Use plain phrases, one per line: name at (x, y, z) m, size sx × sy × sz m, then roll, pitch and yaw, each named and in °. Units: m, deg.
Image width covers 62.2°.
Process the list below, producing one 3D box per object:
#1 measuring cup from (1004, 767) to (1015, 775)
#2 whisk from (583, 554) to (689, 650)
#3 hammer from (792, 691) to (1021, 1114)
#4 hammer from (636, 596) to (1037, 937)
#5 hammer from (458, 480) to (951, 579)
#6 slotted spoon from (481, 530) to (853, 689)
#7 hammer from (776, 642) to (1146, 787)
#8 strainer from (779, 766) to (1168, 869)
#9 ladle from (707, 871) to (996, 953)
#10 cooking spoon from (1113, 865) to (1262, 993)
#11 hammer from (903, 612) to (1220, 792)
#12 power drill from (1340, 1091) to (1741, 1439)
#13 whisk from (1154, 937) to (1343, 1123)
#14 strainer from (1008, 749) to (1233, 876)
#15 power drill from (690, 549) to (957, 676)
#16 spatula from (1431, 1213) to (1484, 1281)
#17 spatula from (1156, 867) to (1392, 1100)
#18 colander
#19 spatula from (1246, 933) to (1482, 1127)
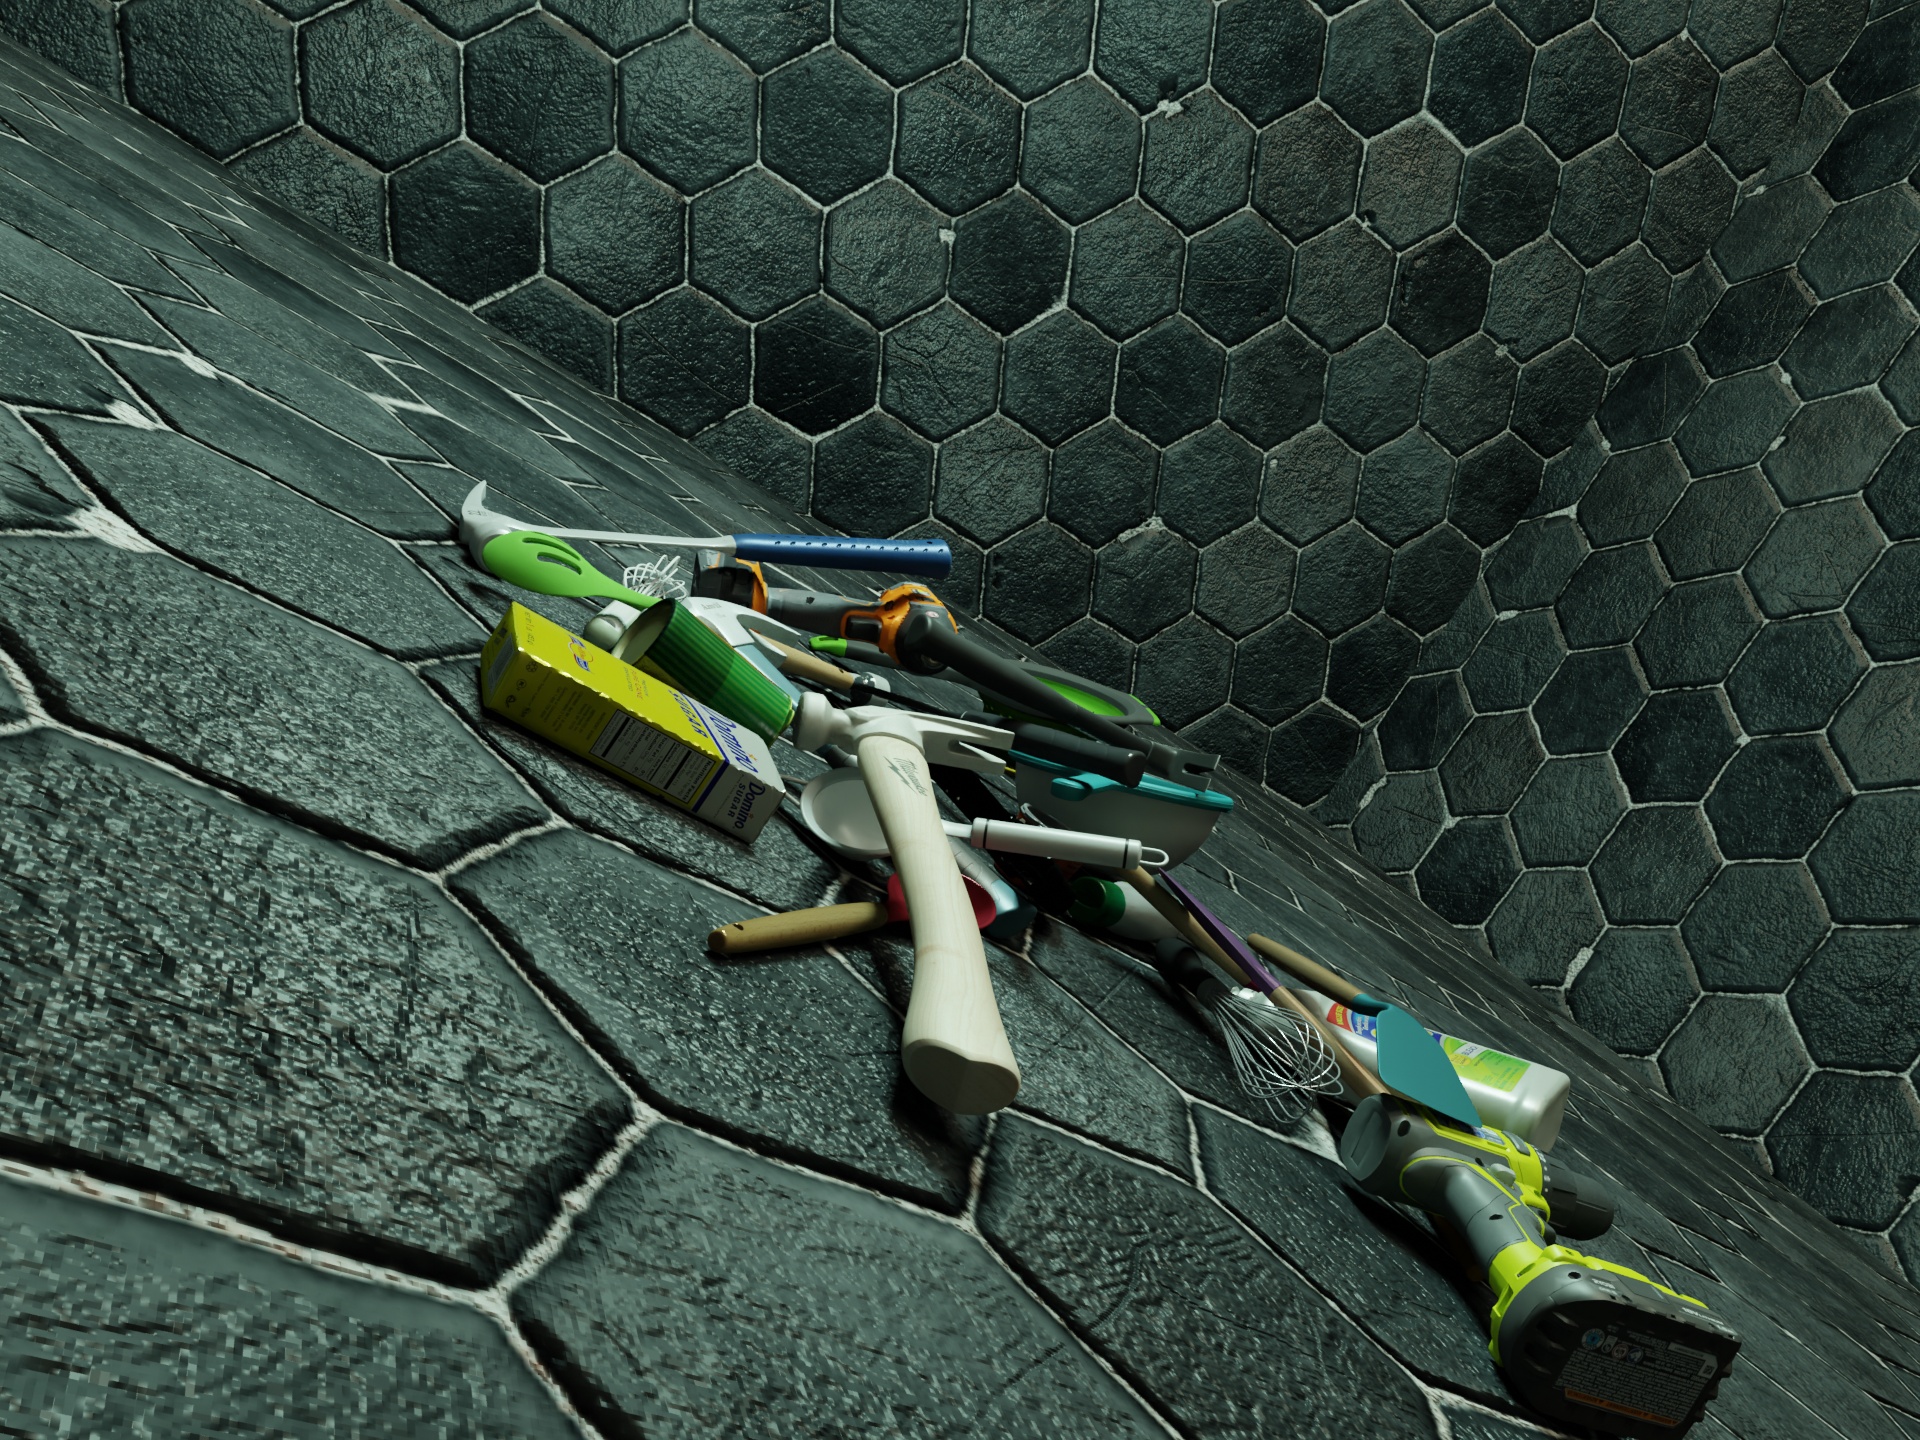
measuring cup at (0.048, 0.064, 1.593) m, size 0.156 × 0.029 × 0.062 m, roll 20°, pitch -12°, yaw -2°
whisk at (-0.253, -0.090, 1.234) m, size 0.057 × 0.059 × 0.246 m, roll 34°, pitch 13°, yaw -8°
hammer at (-0.010, 0.083, 0.880) m, size 0.146 × 0.038 × 0.411 m, roll 10°, pitch 21°, yaw -13°
hammer at (-0.077, 0.029, 1.104) m, size 0.331 × 0.033 × 0.128 m, roll 43°, pitch 23°, yaw 13°
hammer at (-0.198, -0.145, 1.286) m, size 0.405 × 0.035 × 0.144 m, roll 1°, pitch 22°, yaw -28°
slotted spoon at (-0.202, -0.076, 1.174) m, size 0.313 × 0.031 × 0.070 m, roll 21°, pitch 27°, yaw -38°
hammer at (-0.002, -0.004, 1.364) m, size 0.409 × 0.036 × 0.149 m, roll 17°, pitch -3°, yaw 45°
strainer at (0.005, 0.074, 1.022) m, size 0.258 × 0.050 × 0.087 m, roll 8°, pitch 36°, yaw 6°
ladle at (-0.056, 0.109, 0.882) m, size 0.069 × 0.031 × 0.315 m, roll 27°, pitch 7°, yaw 20°
cooking spoon at (0.216, 0.195, 1.283) m, size 0.318 × 0.017 × 0.069 m, roll 43°, pitch 1°, yaw -32°
hammer at (0.080, -0.013, 1.330) m, size 0.334 × 0.035 × 0.146 m, roll 27°, pitch -6°, yaw -41°
power drill at (0.355, 0.321, 0.958) m, size 0.190 × 0.080 × 0.229 m, roll 21°, pitch 12°, yaw -15°
whisk at (0.199, 0.215, 1.170) m, size 0.070 × 0.070 × 0.285 m, roll 31°, pitch 3°, yaw -17°
strainer at (0.120, 0.091, 1.400) m, size 0.211 × 0.095 × 0.340 m, roll 14°, pitch 3°, yaw 16°
power drill at (-0.114, -0.085, 1.354) m, size 0.226 × 0.084 × 0.164 m, roll 7°, pitch 15°, yaw -13°
spatula at (0.322, 0.316, 1.152) m, size 0.081 × 0.041 × 0.323 m, roll 32°, pitch 12°, yaw -6°
spatula at (0.246, 0.215, 1.154) m, size 0.316 × 0.018 × 0.059 m, roll 47°, pitch -2°, yaw 29°
colander at (0.017, -0.011, 1.757) m, size 0.397 × 0.094 × 0.205 m, roll 12°, pitch 14°, yaw -16°
spatula at (0.271, 0.207, 1.150) m, size 0.082 × 0.044 × 0.317 m, roll 26°, pitch 0°, yaw -15°
